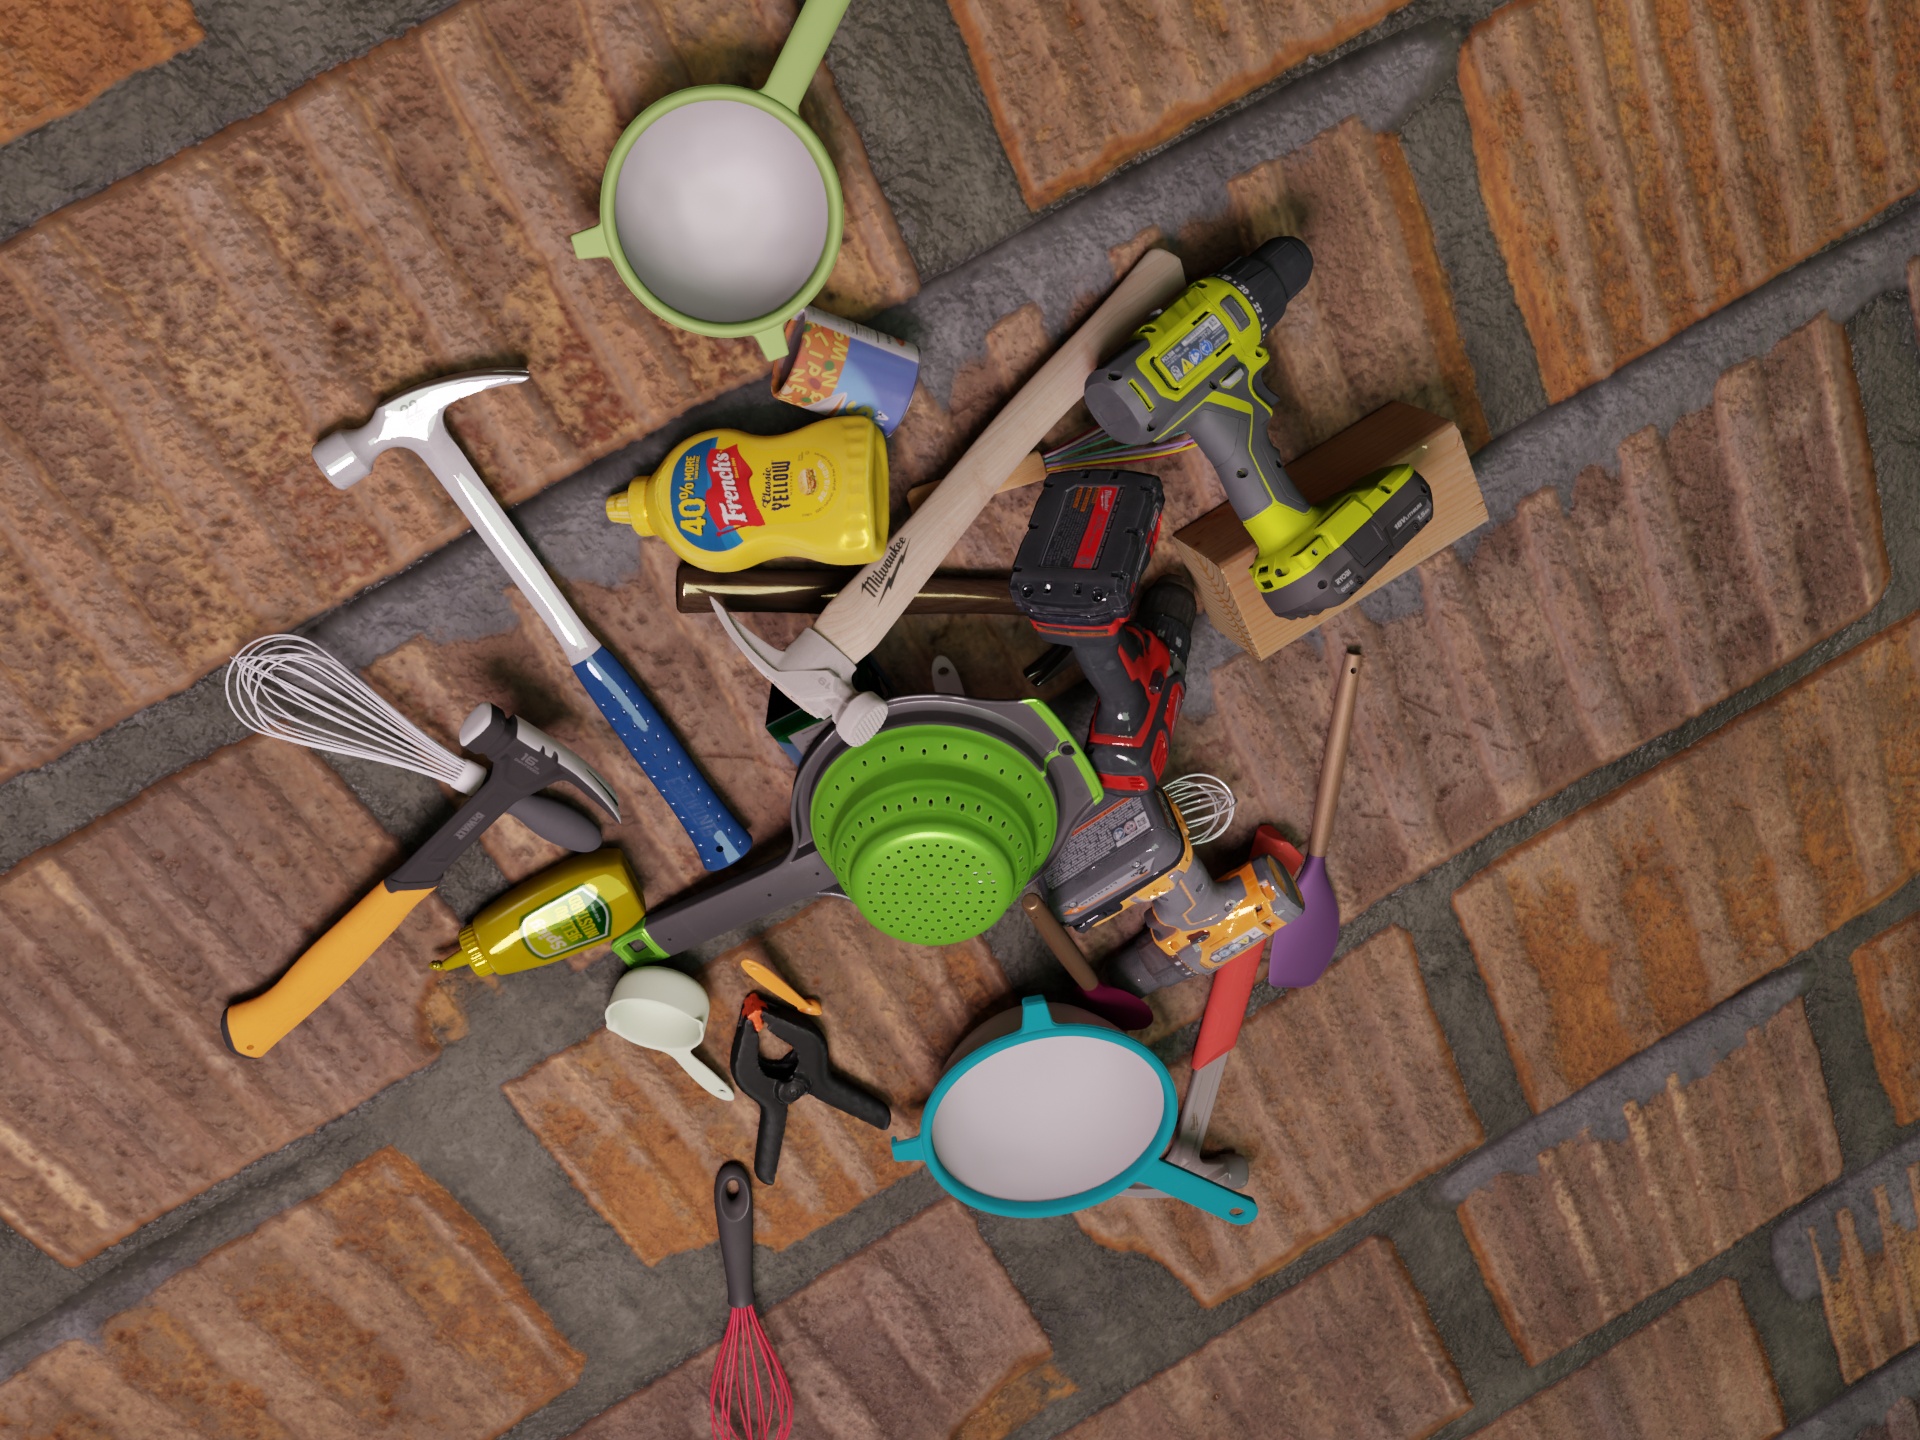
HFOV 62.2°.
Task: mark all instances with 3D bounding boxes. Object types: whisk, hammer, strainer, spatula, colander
[{"bbox_3d":[0.106,0.098,1.279,0.246,0.059,0.057,-17,100,-5],"label":"whisk"},{"bbox_3d":[-0.041,-0.090,1.165,0.331,0.031,0.130,0,111,-17],"label":"hammer"},{"bbox_3d":[0.117,0.335,1.346,0.340,0.095,0.211,30,112,-25],"label":"strainer"},{"bbox_3d":[-0.392,0.129,1.115,0.337,0.034,0.127,-41,127,13],"label":"hammer"},{"bbox_3d":[-0.129,-0.370,1.003,0.151,0.069,0.256,25,102,-22],"label":"strainer"},{"bbox_3d":[0.008,-0.178,1.102,0.410,0.146,0.038,-49,162,-9],"label":"hammer"},{"bbox_3d":[-0.261,-0.057,1.107,0.144,0.035,0.405,-32,117,-2],"label":"hammer"},{"bbox_3d":[-0.369,0.025,1.100,0.284,0.070,0.070,33,99,-31],"label":"whisk"},{"bbox_3d":[-0.184,0.509,1.352,0.073,0.073,0.295,-7,106,-15],"label":"whisk"},{"bbox_3d":[0.220,0.259,1.385,0.149,0.037,0.359,5,110,-19],"label":"hammer"},{"bbox_3d":[0.078,-0.195,1.159,0.245,0.051,0.047,-18,95,-5],"label":"whisk"},{"bbox_3d":[0.310,0.090,1.354,0.059,0.018,0.315,1,112,-8],"label":"spatula"},{"bbox_3d":[-0.089,0.121,1.130,0.397,0.095,0.204,-25,123,18],"label":"colander"}]

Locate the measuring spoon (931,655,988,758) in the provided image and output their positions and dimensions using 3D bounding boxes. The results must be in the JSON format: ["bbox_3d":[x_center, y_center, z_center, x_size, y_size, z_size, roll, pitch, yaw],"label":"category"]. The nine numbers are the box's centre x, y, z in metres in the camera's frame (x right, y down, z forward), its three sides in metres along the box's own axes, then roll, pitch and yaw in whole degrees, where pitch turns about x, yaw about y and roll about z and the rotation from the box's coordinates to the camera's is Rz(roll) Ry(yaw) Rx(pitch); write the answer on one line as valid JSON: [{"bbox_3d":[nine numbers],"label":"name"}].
[{"bbox_3d":[-0.002,-0.004,1.207,0.034,0.018,0.124,-16,128,2],"label":"measuring spoon"}]

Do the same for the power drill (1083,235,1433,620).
[{"bbox_3d":[0.218,-0.203,1.093,0.190,0.080,0.228,-42,100,-16],"label":"power drill"}]

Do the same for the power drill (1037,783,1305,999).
[{"bbox_3d":[0.145,0.147,1.258,0.185,0.084,0.226,-35,138,21],"label":"power drill"}]

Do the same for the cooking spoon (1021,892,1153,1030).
[{"bbox_3d":[0.094,0.196,1.236,0.069,0.017,0.318,2,154,20],"label":"cooking spoon"}]

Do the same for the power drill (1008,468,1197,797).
[{"bbox_3d":[0.116,-0.077,1.121,0.080,0.188,0.226,5,146,24],"label":"power drill"}]

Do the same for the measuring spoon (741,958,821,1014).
[{"bbox_3d":[-0.139,0.206,1.240,0.021,0.011,0.116,-3,149,24],"label":"measuring spoon"}]

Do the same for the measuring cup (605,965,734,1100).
[{"bbox_3d":[-0.214,0.245,1.244,0.083,0.038,0.167,-7,139,20],"label":"measuring cup"}]
